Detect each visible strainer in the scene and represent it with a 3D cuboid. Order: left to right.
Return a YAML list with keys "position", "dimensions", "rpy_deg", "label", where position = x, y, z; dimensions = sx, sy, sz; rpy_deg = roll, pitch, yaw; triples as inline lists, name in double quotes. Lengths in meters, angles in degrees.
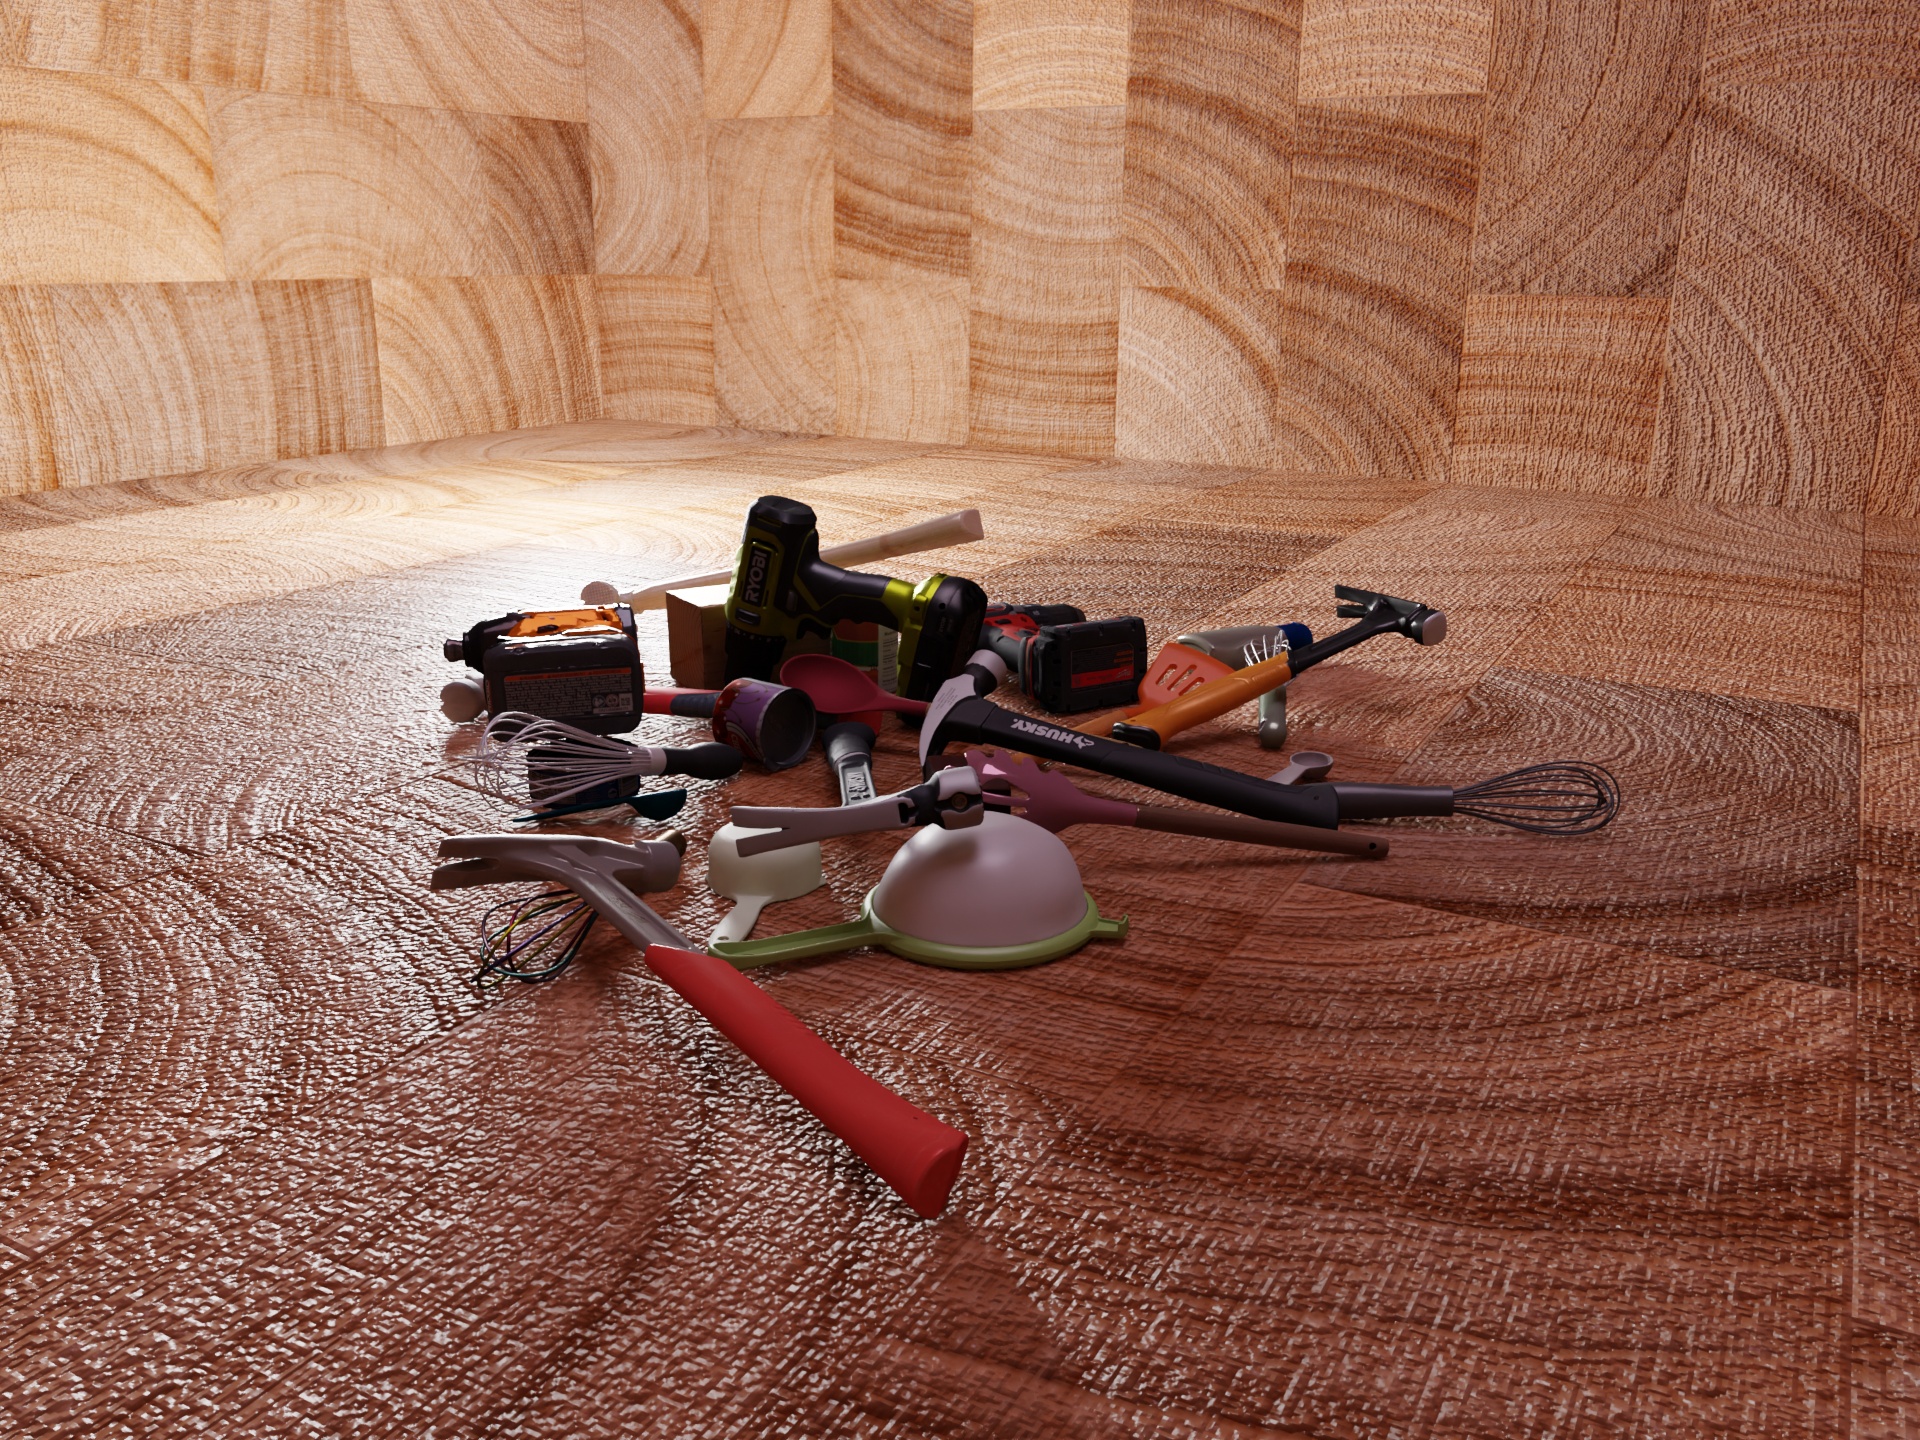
- position: [-0.033, 0.101, 0.970]
  dimensions: [0.256, 0.069, 0.152]
  rpy_deg: [-7, 18, -29]
  label: "strainer"

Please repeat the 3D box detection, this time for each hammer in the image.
- position: [-0.256, -0.021, 1.425]
  dimensions: [0.386, 0.038, 0.143]
  rpy_deg: [4, 15, 11]
  label: "hammer"
- position: [-0.129, 0.140, 0.808]
  dimensions: [0.149, 0.036, 0.359]
  rpy_deg: [4, 17, -43]
  label: "hammer"
- position: [-0.177, -0.157, 1.655]
  dimensions: [0.410, 0.038, 0.146]
  rpy_deg: [-12, -5, 3]
  label: "hammer"
- position: [-0.080, 0.037, 1.123]
  dimensions: [0.149, 0.036, 0.409]
  rpy_deg: [-10, 7, -5]
  label: "hammer"
- position: [0.124, 0.035, 1.204]
  dimensions: [0.335, 0.035, 0.146]
  rpy_deg: [15, 46, 24]
  label: "hammer"
- position: [0.267, -0.044, 1.401]
  dimensions: [0.337, 0.034, 0.127]
  rpy_deg: [-23, 27, -27]
  label: "hammer"

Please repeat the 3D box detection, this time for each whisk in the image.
- position: [-0.227, 0.109, 0.986]
  dimensions: [0.051, 0.047, 0.245]
  rpy_deg: [4, 14, 15]
  label: "whisk"
- position: [-0.249, 0.029, 1.158]
  dimensions: [0.070, 0.070, 0.284]
  rpy_deg: [10, 3, 29]
  label: "whisk"
- position: [0.286, -0.028, 1.455]
  dimensions: [0.059, 0.057, 0.246]
  rpy_deg: [23, 23, 1]
  label: "whisk"
- position: [0.361, 0.057, 1.175]
  dimensions: [0.239, 0.055, 0.055]
  rpy_deg: [-1, 16, 8]
  label: "whisk"

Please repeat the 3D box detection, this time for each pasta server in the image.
- position: [0.143, 0.068, 1.095]
  dimensions: [0.316, 0.060, 0.040]
  rpy_deg: [8, 4, -10]
  label: "pasta server"

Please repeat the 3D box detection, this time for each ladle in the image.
- position: [-0.002, -0.004, 1.309]
  dimensions: [0.315, 0.031, 0.069]
  rpy_deg: [12, 42, 17]
  label: "ladle"

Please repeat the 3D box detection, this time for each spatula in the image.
- position: [0.127, -0.004, 1.375]
  dimensions: [0.081, 0.041, 0.322]
  rpy_deg: [29, 31, 30]
  label: "spatula"

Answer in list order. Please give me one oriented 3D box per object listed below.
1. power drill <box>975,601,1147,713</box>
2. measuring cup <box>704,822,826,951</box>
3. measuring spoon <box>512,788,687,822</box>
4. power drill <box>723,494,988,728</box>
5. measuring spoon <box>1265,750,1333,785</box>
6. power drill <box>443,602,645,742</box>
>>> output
- position: [0.089, -0.074, 1.556]
  dimensions: [0.188, 0.080, 0.227]
  rpy_deg: [-9, 16, -31]
  label: "power drill"
- position: [-0.135, 0.101, 1.017]
  dimensions: [0.083, 0.038, 0.168]
  rpy_deg: [2, 15, 5]
  label: "measuring cup"
- position: [-0.263, 0.070, 1.167]
  dimensions: [0.128, 0.021, 0.042]
  rpy_deg: [-10, 0, -4]
  label: "measuring spoon"
- position: [-0.106, -0.079, 1.424]
  dimensions: [0.228, 0.190, 0.080]
  rpy_deg: [20, 21, 14]
  label: "power drill"
- position: [0.253, 0.053, 1.246]
  dimensions: [0.034, 0.018, 0.124]
  rpy_deg: [14, 28, 38]
  label: "measuring spoon"
- position: [-0.344, -0.046, 1.310]
  dimensions: [0.164, 0.084, 0.227]
  rpy_deg: [-5, 15, -14]
  label: "power drill"
